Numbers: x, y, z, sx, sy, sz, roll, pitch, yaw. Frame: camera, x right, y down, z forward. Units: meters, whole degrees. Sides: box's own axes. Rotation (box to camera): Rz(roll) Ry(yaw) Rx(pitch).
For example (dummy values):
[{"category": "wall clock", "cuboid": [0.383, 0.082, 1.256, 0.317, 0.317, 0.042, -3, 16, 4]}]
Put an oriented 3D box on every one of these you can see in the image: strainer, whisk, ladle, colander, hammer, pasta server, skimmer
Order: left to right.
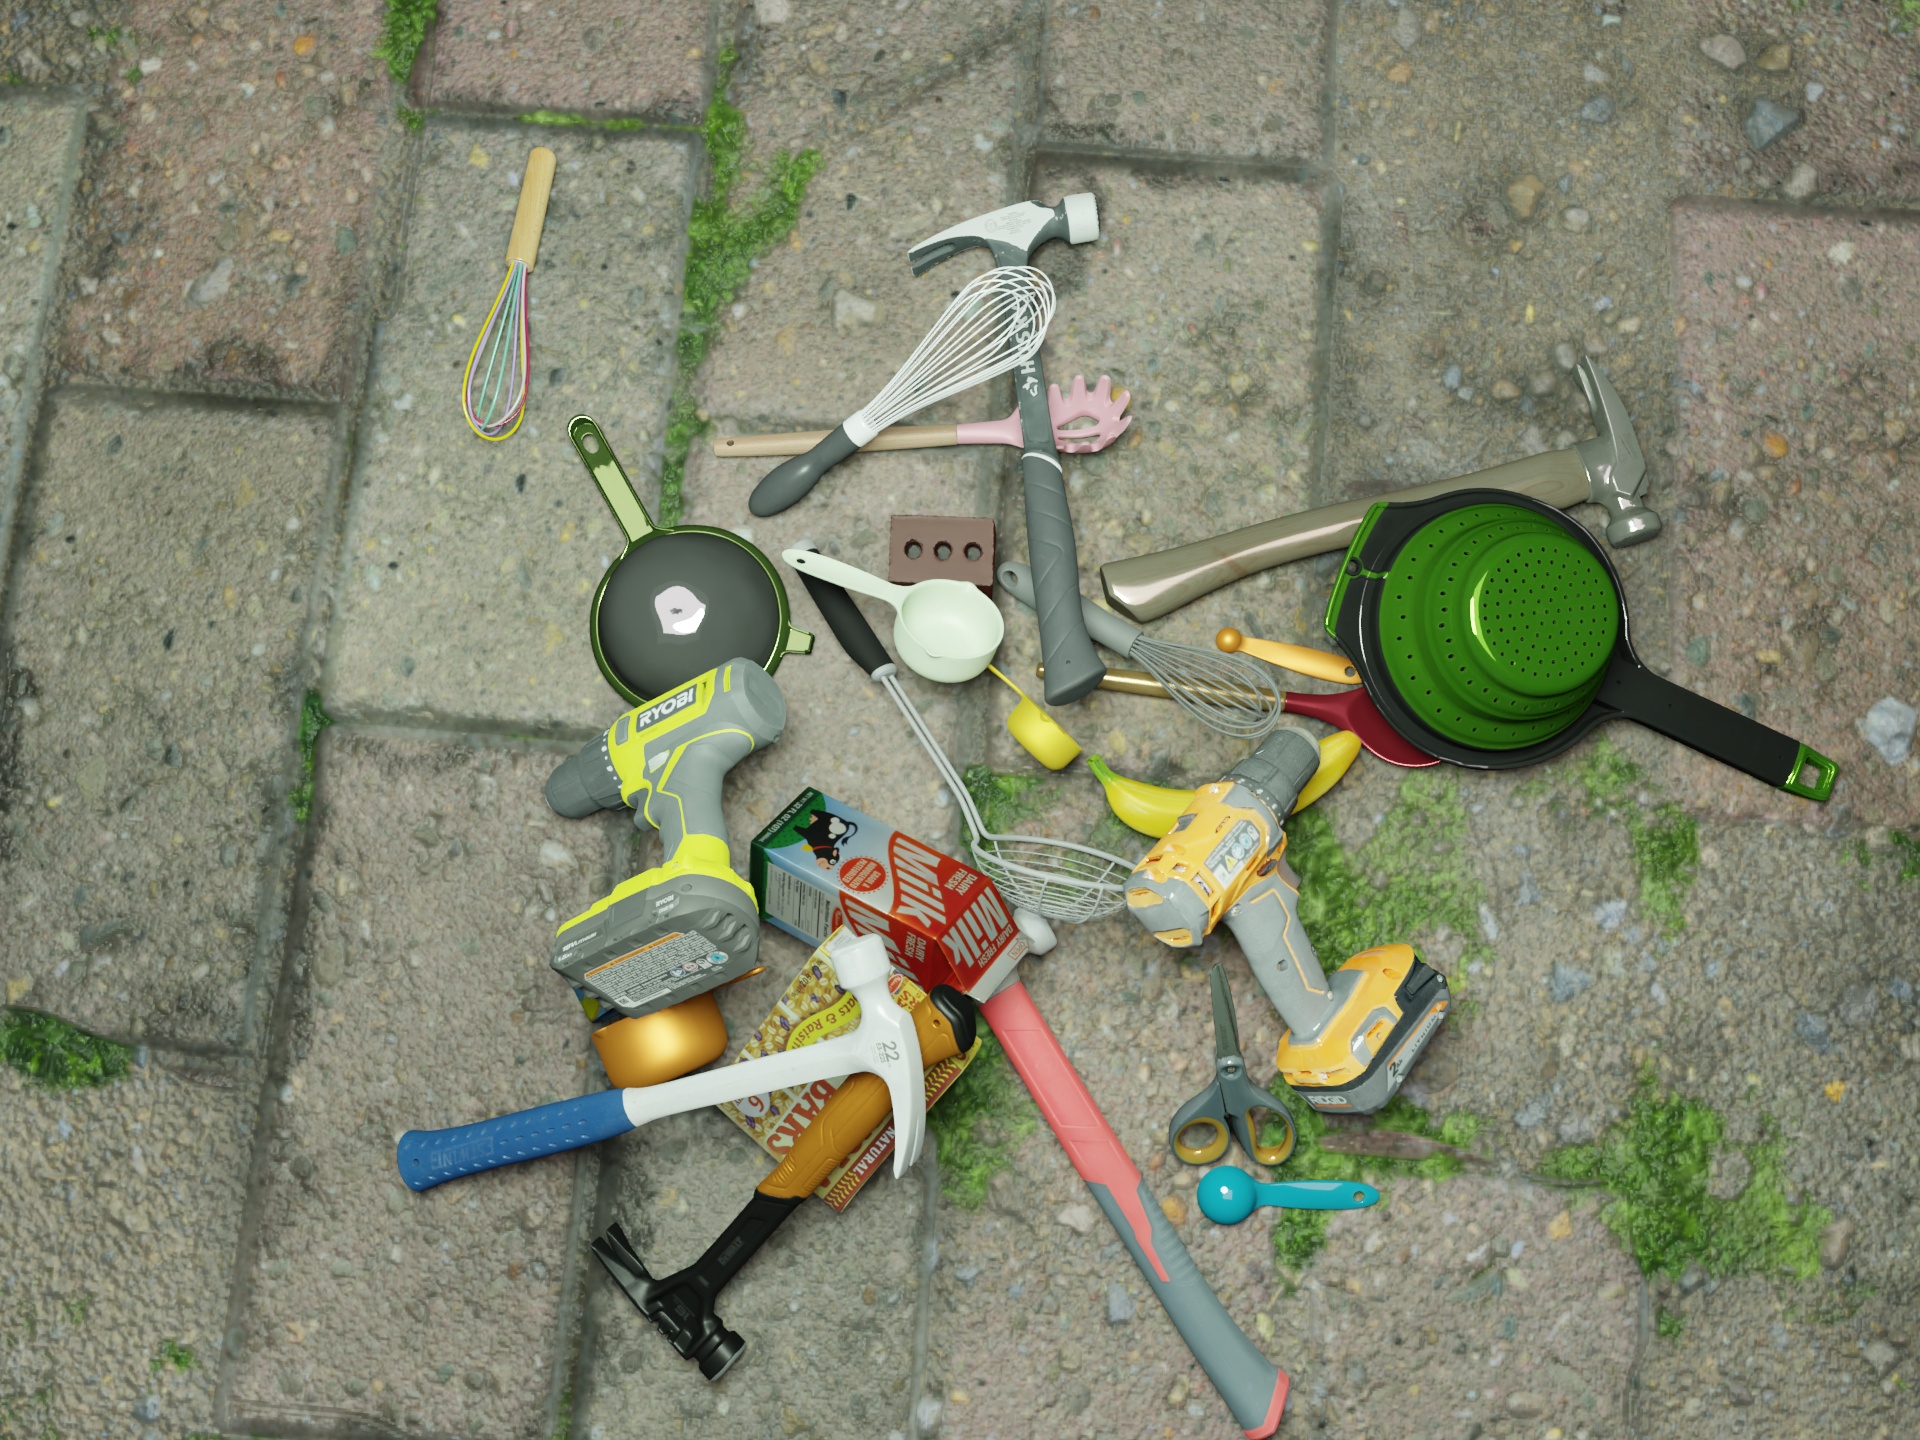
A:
[{"category": "whisk", "cuboid": [-0.343, -0.329, 1.228, 0.047, 0.051, 0.245, 12, 76, -18]}, {"category": "hammer", "cuboid": [-0.204, 0.257, 1.039, 0.405, 0.035, 0.144, -19, 90, 23]}, {"category": "strainer", "cuboid": [-0.229, -0.124, 1.171, 0.151, 0.069, 0.256, -29, 83, -4]}, {"category": "hammer", "cuboid": [-0.109, 0.289, 1.046, 0.127, 0.034, 0.337, 43, 110, 8]}, {"category": "whisk", "cuboid": [-0.047, -0.229, 1.151, 0.284, 0.070, 0.070, -33, 80, 22]}, {"category": "pasta server", "cuboid": [-0.030, -0.219, 1.202, 0.316, 0.040, 0.060, -3, 69, 1]}, {"category": "skimmer", "cuboid": [-0.002, -0.004, 1.137, 0.090, 0.127, 0.363, -41, 73, 22]}, {"category": "hammer", "cuboid": [0.052, -0.203, 1.156, 0.149, 0.036, 0.409, -8, 69, 5]}, {"category": "hammer", "cuboid": [0.093, 0.327, 1.106, 0.143, 0.038, 0.386, -32, 81, -3]}, {"category": "whisk", "cuboid": [0.126, -0.058, 1.153, 0.239, 0.055, 0.055, 31, 82, 19]}, {"category": "ladle", "cuboid": [0.212, -0.016, 1.170, 0.315, 0.031, 0.069, 8, 86, 4]}, {"category": "hammer", "cuboid": [0.304, -0.158, 1.188, 0.410, 0.038, 0.146, -14, 79, -1]}, {"category": "colander", "cuboid": [0.458, -0.036, 1.108, 0.397, 0.094, 0.204, 24, 84, -5]}]

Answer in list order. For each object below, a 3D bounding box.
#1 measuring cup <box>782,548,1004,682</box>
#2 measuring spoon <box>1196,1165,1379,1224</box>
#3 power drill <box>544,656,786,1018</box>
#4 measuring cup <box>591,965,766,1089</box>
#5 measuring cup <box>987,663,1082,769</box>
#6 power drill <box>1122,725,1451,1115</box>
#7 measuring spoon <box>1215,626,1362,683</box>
[{"category": "measuring cup", "cuboid": [-0.052, -0.078, 1.133, 0.167, 0.038, 0.083, 22, 47, 4]}, {"category": "measuring spoon", "cuboid": [0.230, 0.334, 1.107, 0.128, 0.021, 0.042, 0, 97, -1]}, {"category": "power drill", "cuboid": [-0.210, 0.078, 1.074, 0.190, 0.080, 0.229, -25, 43, 20]}, {"category": "measuring cup", "cuboid": [-0.177, 0.209, 1.074, 0.173, 0.095, 0.052, -27, 82, 41]}, {"category": "measuring cup", "cuboid": [0.024, -0.020, 1.166, 0.157, 0.062, 0.029, 43, 94, 18]}, {"category": "power drill", "cuboid": [0.234, 0.130, 1.083, 0.226, 0.084, 0.185, 50, 61, -10]}, {"category": "measuring spoon", "cuboid": [0.247, -0.048, 1.181, 0.117, 0.011, 0.021, 15, 81, 3]}]
